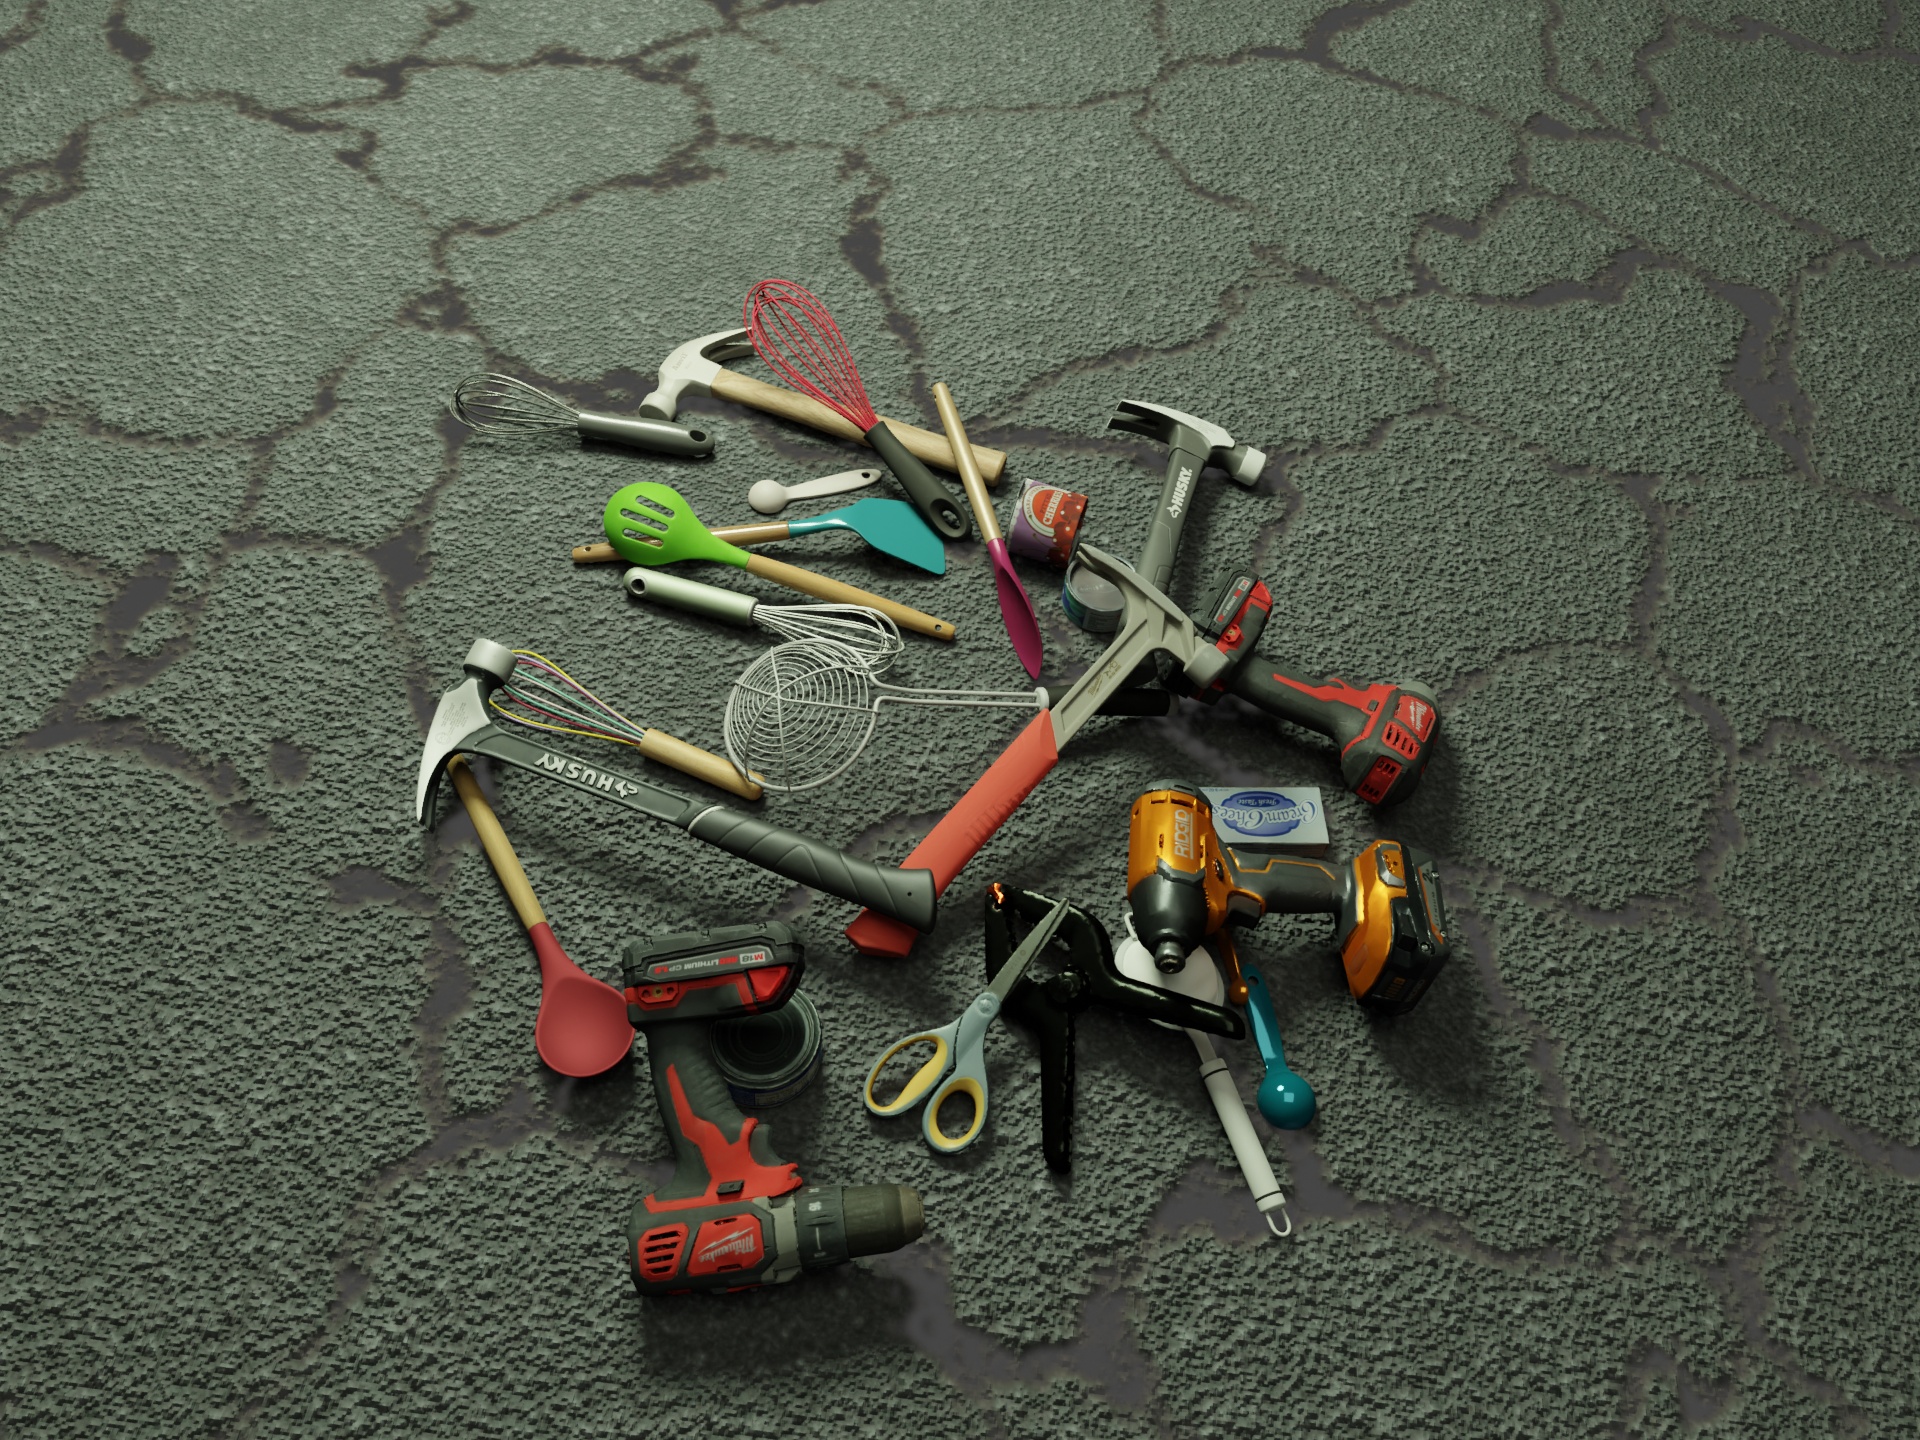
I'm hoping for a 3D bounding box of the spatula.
[{"bbox_3d":[-0.173,-0.153,1.374,0.317,0.044,0.082,-7,56,-5],"label":"spatula"}]

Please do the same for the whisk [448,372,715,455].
[{"bbox_3d":[-0.338,-0.269,1.426,0.239,0.055,0.055,10,55,-4],"label":"whisk"}]

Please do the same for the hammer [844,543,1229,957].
[{"bbox_3d":[0.037,0.031,1.199,0.149,0.036,0.359,41,75,10],"label":"hammer"}]

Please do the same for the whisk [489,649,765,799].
[{"bbox_3d":[-0.264,0.004,1.243,0.245,0.051,0.047,23,50,6],"label":"whisk"}]

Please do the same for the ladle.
[{"bbox_3d":[-0.319,0.131,1.158,0.069,0.031,0.316,-25,59,-19],"label":"ladle"}]

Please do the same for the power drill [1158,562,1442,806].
[{"bbox_3d":[0.287,-0.030,1.296,0.220,0.078,0.143,31,43,10],"label":"power drill"}]

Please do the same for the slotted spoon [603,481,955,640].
[{"bbox_3d":[-0.153,-0.126,1.336,0.313,0.031,0.070,20,88,-1],"label":"slotted spoon"}]

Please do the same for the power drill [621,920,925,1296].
[{"bbox_3d":[-0.127,0.249,1.030,0.188,0.080,0.227,-7,76,-3],"label":"power drill"}]

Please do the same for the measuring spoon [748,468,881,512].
[{"bbox_3d":[-0.129,-0.212,1.420,0.124,0.018,0.034,-15,58,-16],"label":"measuring spoon"}]

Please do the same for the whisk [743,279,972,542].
[{"bbox_3d":[-0.089,-0.272,1.404,0.073,0.073,0.296,-39,87,-27],"label":"whisk"}]

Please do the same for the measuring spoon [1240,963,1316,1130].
[{"bbox_3d":[0.225,0.230,1.146,0.042,0.021,0.129,-5,56,-9],"label":"measuring spoon"}]

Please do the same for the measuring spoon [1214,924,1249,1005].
[{"bbox_3d":[0.192,0.160,1.191,0.011,0.021,0.117,-1,55,-21],"label":"measuring spoon"}]

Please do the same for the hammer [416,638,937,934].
[{"bbox_3d":[-0.206,0.071,1.157,0.409,0.036,0.149,20,71,10],"label":"hammer"}]

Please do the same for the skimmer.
[{"bbox_3d":[-0.002,-0.004,1.267,0.363,0.090,0.127,1,61,-22],"label":"skimmer"}]

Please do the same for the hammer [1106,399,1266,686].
[{"bbox_3d":[0.168,-0.154,1.364,0.146,0.035,0.335,25,49,-4],"label":"hammer"}]

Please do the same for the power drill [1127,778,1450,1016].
[{"bbox_3d":[0.229,0.137,1.147,0.226,0.084,0.164,15,40,-4],"label":"power drill"}]

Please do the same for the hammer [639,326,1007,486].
[{"bbox_3d":[-0.117,-0.279,1.461,0.331,0.031,0.130,18,56,6],"label":"hammer"}]

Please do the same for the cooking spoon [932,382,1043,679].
[{"bbox_3d":[0.023,-0.173,1.370,0.017,0.068,0.319,-11,60,-13],"label":"cooking spoon"}]

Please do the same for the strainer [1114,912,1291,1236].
[{"bbox_3d":[0.178,0.239,1.127,0.087,0.050,0.259,-6,58,-27],"label":"strainer"}]

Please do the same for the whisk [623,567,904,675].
[{"bbox_3d":[-0.164,-0.088,1.319,0.246,0.057,0.059,15,21,8],"label":"whisk"}]
